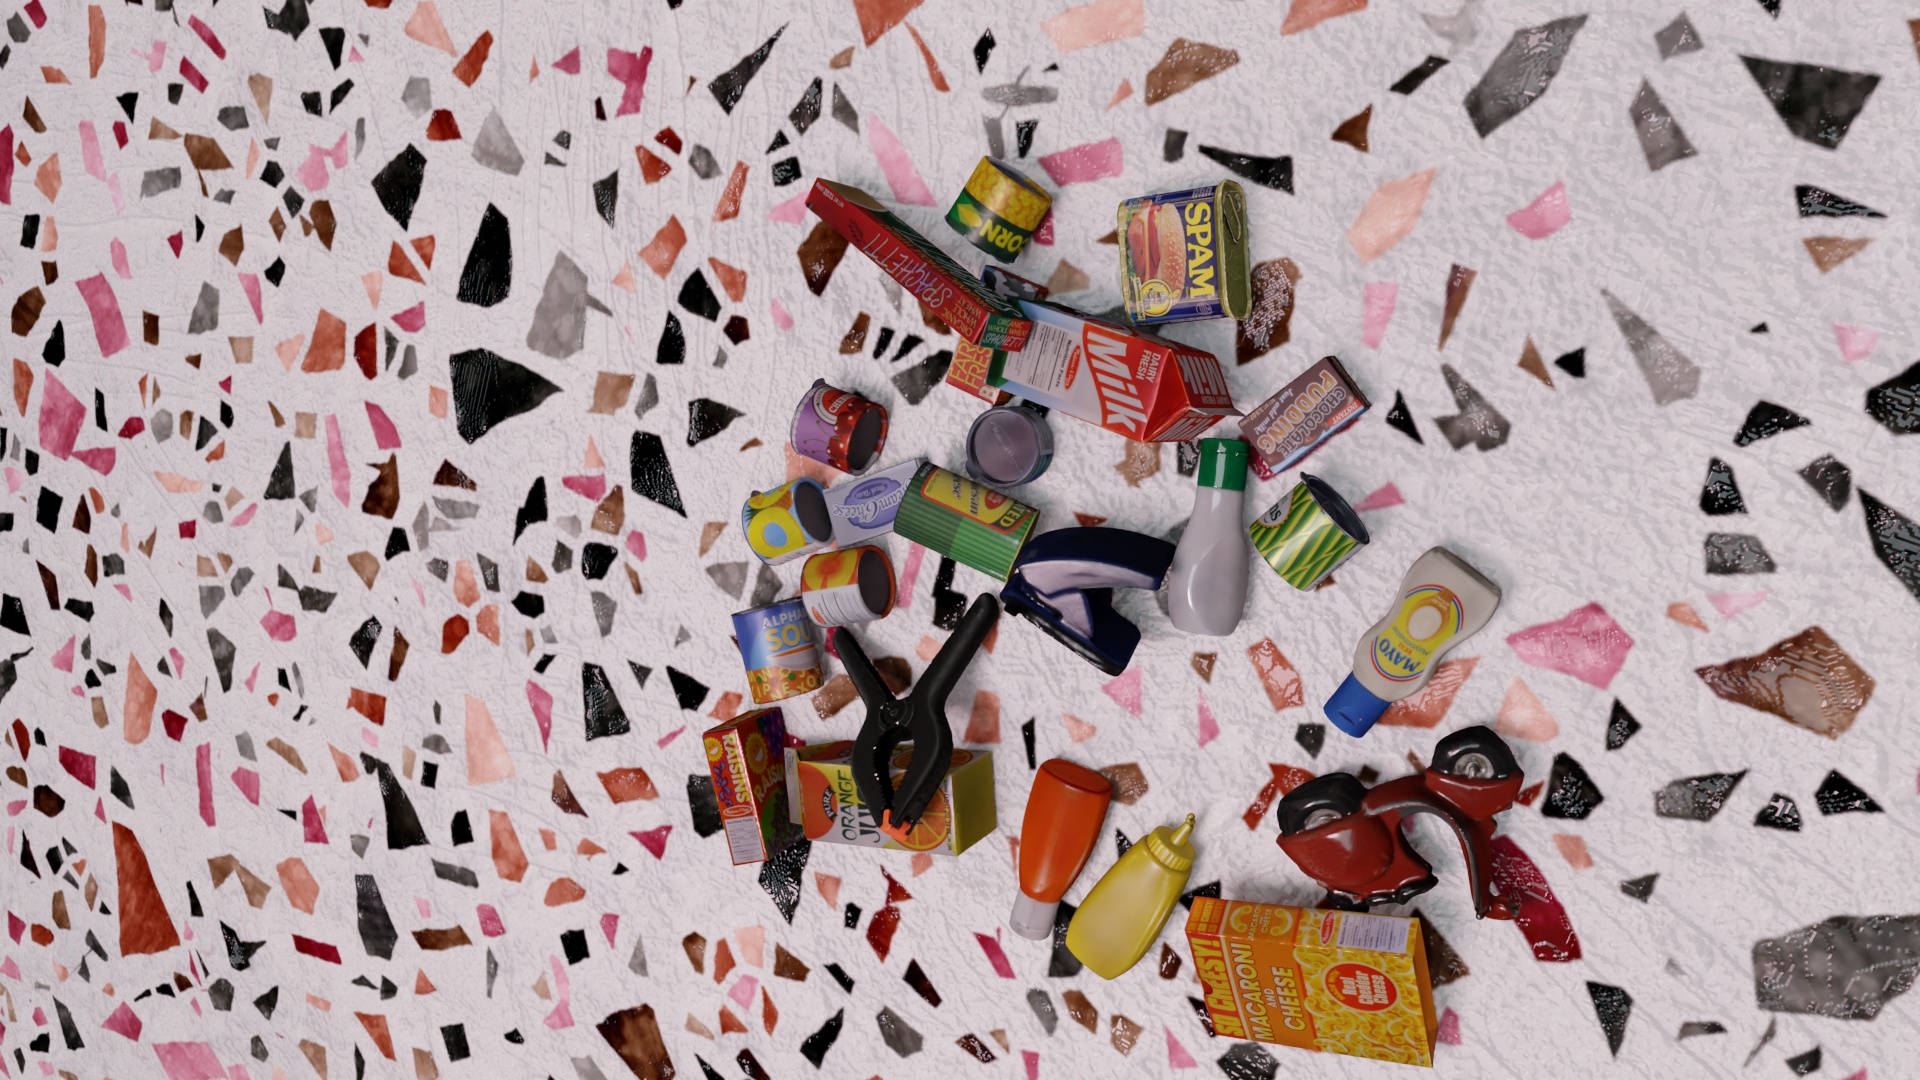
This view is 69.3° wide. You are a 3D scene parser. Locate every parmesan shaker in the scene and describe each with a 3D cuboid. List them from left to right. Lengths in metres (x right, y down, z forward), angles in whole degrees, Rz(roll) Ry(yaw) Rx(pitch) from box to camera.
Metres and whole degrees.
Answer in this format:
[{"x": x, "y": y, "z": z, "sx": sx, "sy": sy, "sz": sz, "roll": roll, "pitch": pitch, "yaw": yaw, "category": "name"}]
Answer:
[{"x": 0.004, "y": -0.014, "z": 1.123, "sx": 0.103, "sy": 0.071, "sz": 0.071, "roll": 24, "pitch": 108, "yaw": 6, "category": "parmesan shaker"}]

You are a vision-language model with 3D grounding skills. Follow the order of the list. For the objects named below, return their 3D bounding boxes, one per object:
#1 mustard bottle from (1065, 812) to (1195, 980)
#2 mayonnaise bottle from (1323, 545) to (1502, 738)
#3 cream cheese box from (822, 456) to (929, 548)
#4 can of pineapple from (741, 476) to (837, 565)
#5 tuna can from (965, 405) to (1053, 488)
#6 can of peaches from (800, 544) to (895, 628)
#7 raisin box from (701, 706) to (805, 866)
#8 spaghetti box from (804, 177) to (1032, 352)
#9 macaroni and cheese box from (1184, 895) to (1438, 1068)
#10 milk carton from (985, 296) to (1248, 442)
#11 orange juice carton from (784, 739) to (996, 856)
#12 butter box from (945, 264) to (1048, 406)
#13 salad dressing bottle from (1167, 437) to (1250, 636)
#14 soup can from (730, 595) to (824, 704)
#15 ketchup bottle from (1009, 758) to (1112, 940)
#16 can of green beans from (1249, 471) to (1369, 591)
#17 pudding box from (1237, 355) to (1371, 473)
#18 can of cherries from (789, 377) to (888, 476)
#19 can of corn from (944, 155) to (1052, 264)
[{"x": 0.148, "y": 0.279, "z": 1.115, "sx": 0.065, "sy": 0.049, "sz": 0.159, "roll": 39, "pitch": 111, "yaw": 17, "category": "mustard bottle"}, {"x": 0.321, "y": 0.078, "z": 1.004, "sx": 0.065, "sy": 0.041, "sz": 0.147, "roll": 39, "pitch": 112, "yaw": 16, "category": "mayonnaise bottle"}, {"x": -0.067, "y": -0.033, "z": 1.198, "sx": 0.103, "sy": 0.024, "sz": 0.053, "roll": -18, "pitch": 89, "yaw": 28, "category": "cream cheese box"}, {"x": -0.150, "y": -0.019, "z": 1.219, "sx": 0.057, "sy": 0.071, "sz": 0.071, "roll": -20, "pitch": 87, "yaw": 27, "category": "can of pineapple"}, {"x": 0.039, "y": -0.075, "z": 1.134, "sx": 0.071, "sy": 0.033, "sz": 0.071, "roll": 4, "pitch": 98, "yaw": 27, "category": "tuna can"}, {"x": -0.096, "y": 0.038, "z": 1.200, "sx": 0.058, "sy": 0.071, "sz": 0.071, "roll": -10, "pitch": 92, "yaw": 28, "category": "can of peaches"}, {"x": -0.184, "y": 0.220, "z": 1.256, "sx": 0.040, "sy": 0.086, "sz": 0.123, "roll": -12, "pitch": 91, "yaw": 22, "category": "raisin box"}, {"x": -0.037, "y": -0.221, "z": 1.100, "sx": 0.251, "sy": 0.050, "sz": 0.028, "roll": 44, "pitch": 119, "yaw": 37, "category": "spaghetti box"}, {"x": 0.262, "y": 0.329, "z": 1.039, "sx": 0.166, "sy": 0.040, "sz": 0.123, "roll": -2, "pitch": 124, "yaw": 27, "category": "macaroni and cheese box"}, {"x": 0.120, "y": -0.123, "z": 1.048, "sx": 0.191, "sy": 0.072, "sz": 0.073, "roll": 25, "pitch": 108, "yaw": 33, "category": "milk carton"}, {"x": -0.072, "y": 0.220, "z": 1.206, "sx": 0.192, "sy": 0.073, "sz": 0.071, "roll": 0, "pitch": 98, "yaw": 28, "category": "orange juice carton"}, {"x": 0.029, "y": -0.167, "z": 1.132, "sx": 0.053, "sy": 0.024, "sz": 0.103, "roll": 27, "pitch": 108, "yaw": 22, "category": "butter box"}, {"x": 0.192, "y": -0.003, "z": 1.052, "sx": 0.044, "sy": 0.064, "sz": 0.147, "roll": 11, "pitch": 94, "yaw": 57, "category": "salad dressing bottle"}, {"x": -0.161, "y": 0.097, "z": 1.239, "sx": 0.071, "sy": 0.071, "sz": 0.083, "roll": -14, "pitch": 91, "yaw": 28, "category": "soup can"}, {"x": 0.076, "y": 0.259, "z": 1.152, "sx": 0.065, "sy": 0.043, "sz": 0.148, "roll": 22, "pitch": 106, "yaw": 24, "category": "ketchup bottle"}, {"x": 0.254, "y": -0.005, "z": 1.014, "sx": 0.057, "sy": 0.071, "sz": 0.071, "roll": -44, "pitch": 77, "yaw": 25, "category": "can of green beans"}, {"x": 0.253, "y": -0.092, "z": 1.023, "sx": 0.083, "sy": 0.030, "sz": 0.050, "roll": -38, "pitch": 80, "yaw": 26, "category": "pudding box"}, {"x": -0.103, "y": -0.096, "z": 1.183, "sx": 0.058, "sy": 0.072, "sz": 0.071, "roll": 23, "pitch": 107, "yaw": 23, "category": "can of cherries"}, {"x": 0.032, "y": -0.260, "z": 1.094, "sx": 0.071, "sy": 0.071, "sz": 0.058, "roll": 41, "pitch": 113, "yaw": 17, "category": "can of corn"}]
